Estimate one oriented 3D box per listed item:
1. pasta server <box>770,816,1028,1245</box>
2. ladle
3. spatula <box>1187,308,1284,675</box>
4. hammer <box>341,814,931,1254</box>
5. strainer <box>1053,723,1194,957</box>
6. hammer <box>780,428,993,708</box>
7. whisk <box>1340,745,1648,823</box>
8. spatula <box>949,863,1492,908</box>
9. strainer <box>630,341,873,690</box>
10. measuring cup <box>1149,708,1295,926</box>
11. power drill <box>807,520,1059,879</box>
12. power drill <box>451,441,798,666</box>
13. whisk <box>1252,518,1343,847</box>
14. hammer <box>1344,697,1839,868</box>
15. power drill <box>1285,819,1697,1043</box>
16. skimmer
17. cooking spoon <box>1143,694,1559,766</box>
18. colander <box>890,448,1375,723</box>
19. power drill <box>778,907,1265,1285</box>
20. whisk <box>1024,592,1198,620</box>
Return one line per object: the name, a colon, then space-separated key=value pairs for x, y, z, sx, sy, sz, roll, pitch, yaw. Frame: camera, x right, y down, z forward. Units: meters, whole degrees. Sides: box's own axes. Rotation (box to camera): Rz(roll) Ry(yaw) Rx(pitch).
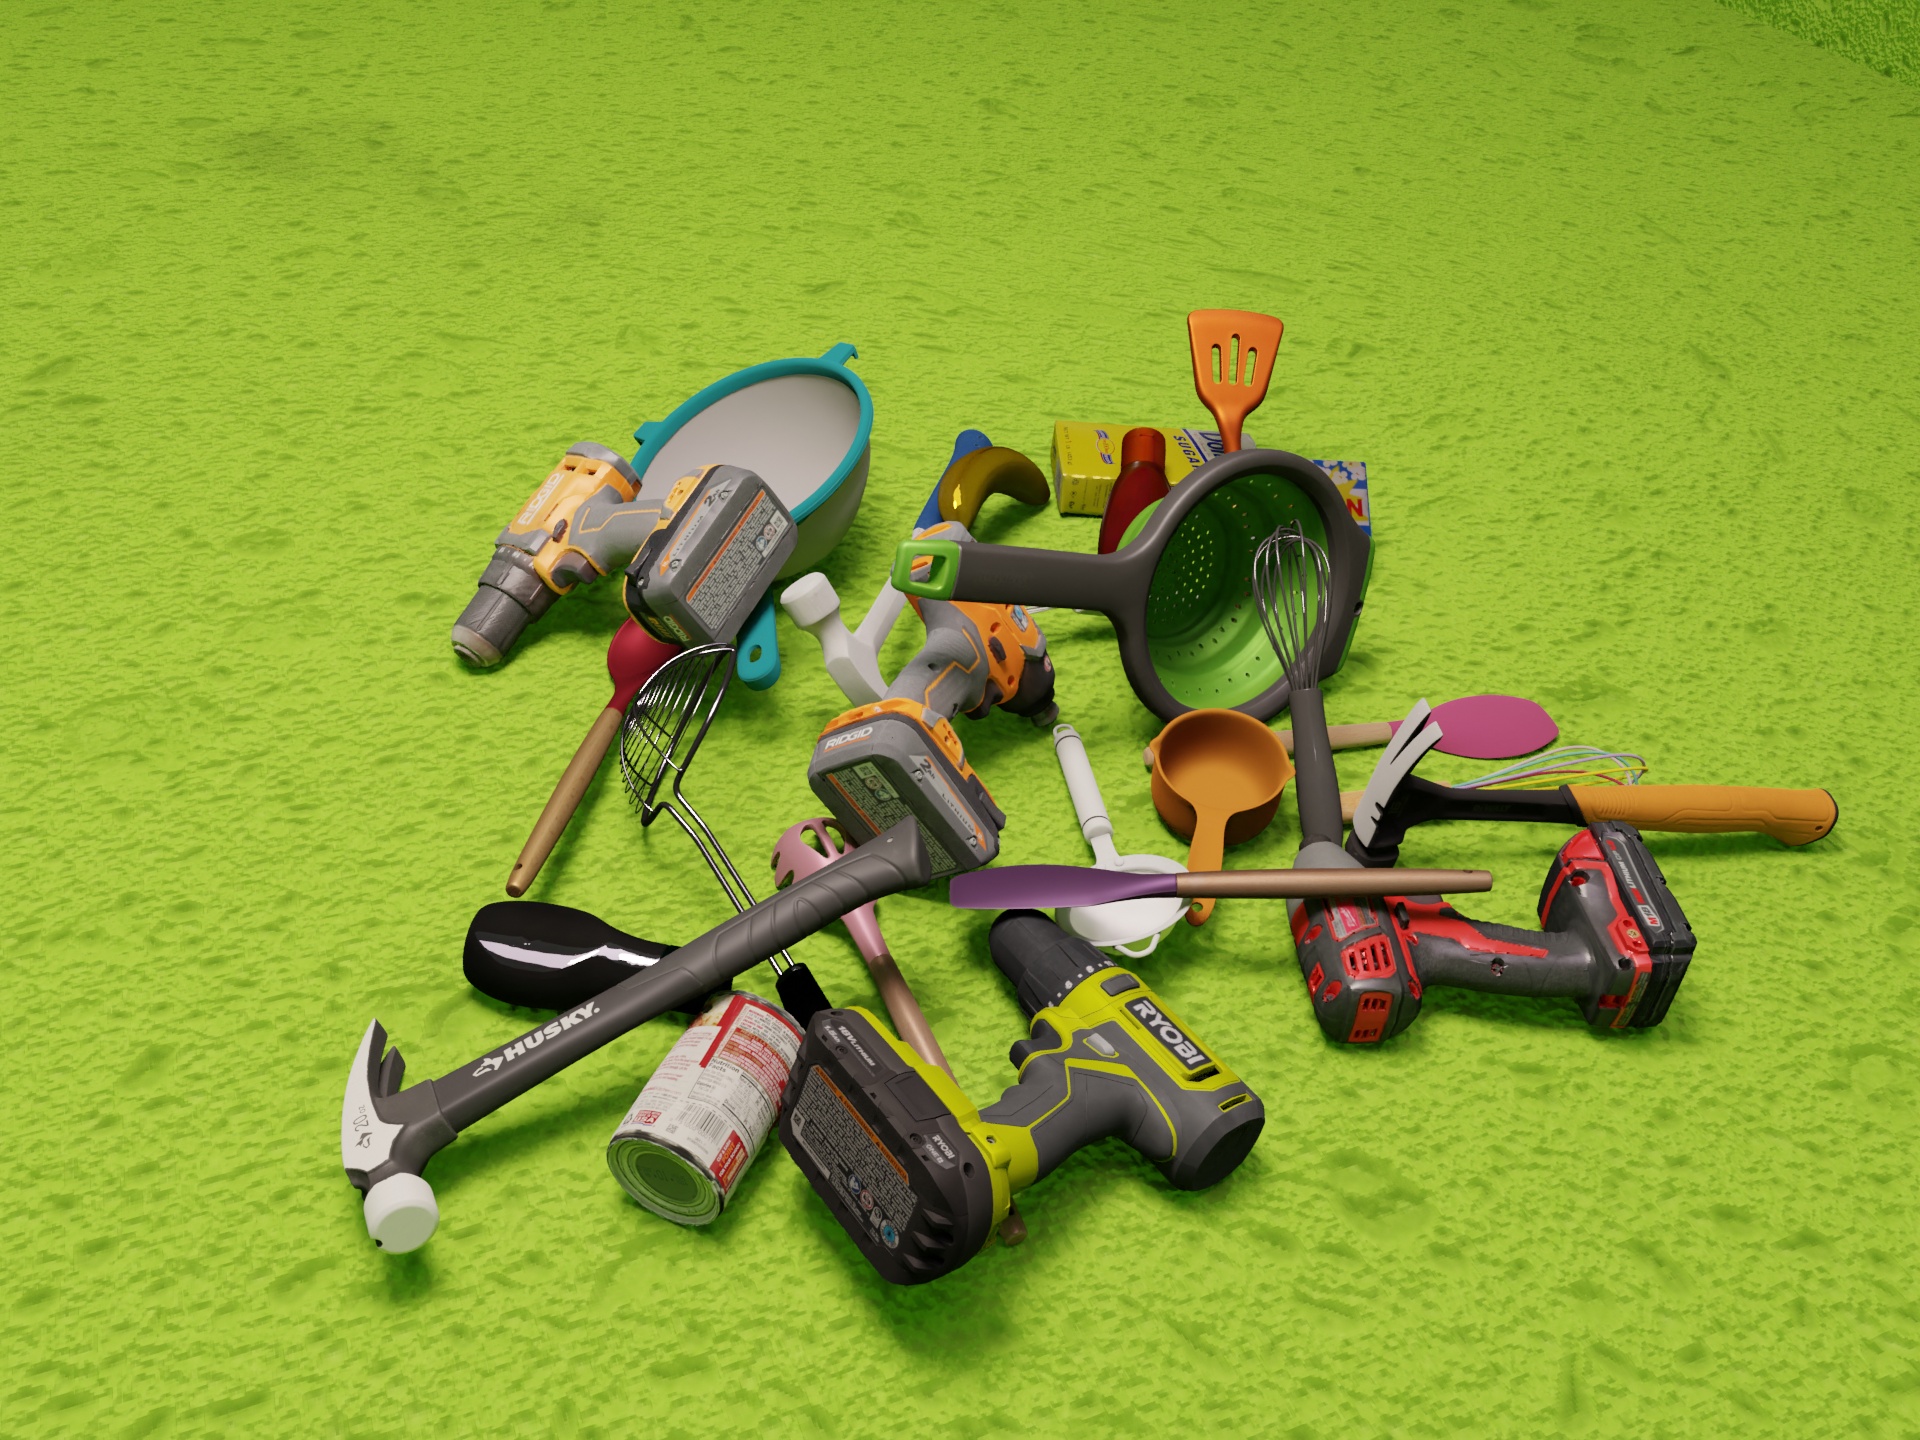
pasta server: x=-0.036 y=0.164 z=0.911 sx=0.060 sy=0.040 sz=0.317 roll=-13 pitch=47 yaw=-21
ladle: x=-0.235 y=0.011 z=1.040 sx=0.069 sy=0.031 sz=0.316 roll=-15 pitch=30 yaw=18
spatula: x=0.217 y=-0.183 z=1.248 sx=0.081 sy=0.041 sz=0.323 roll=5 pitch=63 yaw=-4
hammer: x=-0.162 y=0.139 z=0.835 sx=0.335 sy=0.035 sz=0.146 roll=-28 pitch=33 yaw=-15
strainer: x=0.091 y=0.077 z=1.016 sx=0.087 sy=0.050 sz=0.259 roll=-17 pitch=36 yaw=2
hammer: x=-0.027 y=-0.125 z=1.205 sx=0.035 sy=0.144 sz=0.406 roll=-22 pitch=22 yaw=25
whisk: x=0.351 y=0.051 z=1.082 sx=0.245 sy=0.051 sz=0.047 roll=-6 pitch=16 yaw=-7
spatula: x=0.151 y=0.095 z=0.932 sx=0.316 sy=0.018 sz=0.060 roll=-1 pitch=20 yaw=1
strainer: x=-0.141 y=-0.129 z=1.186 sx=0.211 sy=0.095 sz=0.341 roll=-20 pitch=48 yaw=11
measuring cup: x=0.160 y=0.072 z=1.025 sx=0.095 sy=0.052 sz=0.174 roll=11 pitch=51 yaw=8
power drill: x=-0.002 y=-0.003 z=1.033 sx=0.084 sy=0.164 sz=0.227 roll=-18 pitch=34 yaw=33
power drill: x=-0.244 y=-0.104 z=1.101 sx=0.226 sy=0.084 sz=0.185 roll=13 pitch=63 yaw=39
whisk: x=0.230 y=-0.017 z=1.051 sx=0.055 sy=0.055 sz=0.239 roll=-3 pitch=79 yaw=-10
hammer: x=0.426 y=0.051 z=1.040 sx=0.336 sy=0.127 sz=0.034 roll=2 pitch=41 yaw=-13
power drill: x=0.309 y=0.122 z=0.963 sx=0.219 sy=0.078 sz=0.143 roll=-2 pitch=41 yaw=-4
skimmer: x=-0.106 y=0.100 z=0.941 sx=0.090 sy=0.127 sz=0.364 roll=-1 pitch=46 yaw=-47
cooking spoon: x=0.281 y=0.011 z=1.132 sx=0.319 sy=0.017 sz=0.069 roll=-6 pitch=40 yaw=-14
colander: x=0.107 y=-0.100 z=1.082 sx=0.397 sy=0.204 sz=0.095 roll=1 pitch=18 yaw=-34
power drill: x=0.024 y=0.182 z=0.828 sx=0.228 sy=0.080 sz=0.191 roll=-9 pitch=41 yaw=-42
whisk: x=0.081 y=-0.091 z=1.179 sx=0.246 sy=0.059 sz=0.058 roll=3 pitch=13 yaw=-28
